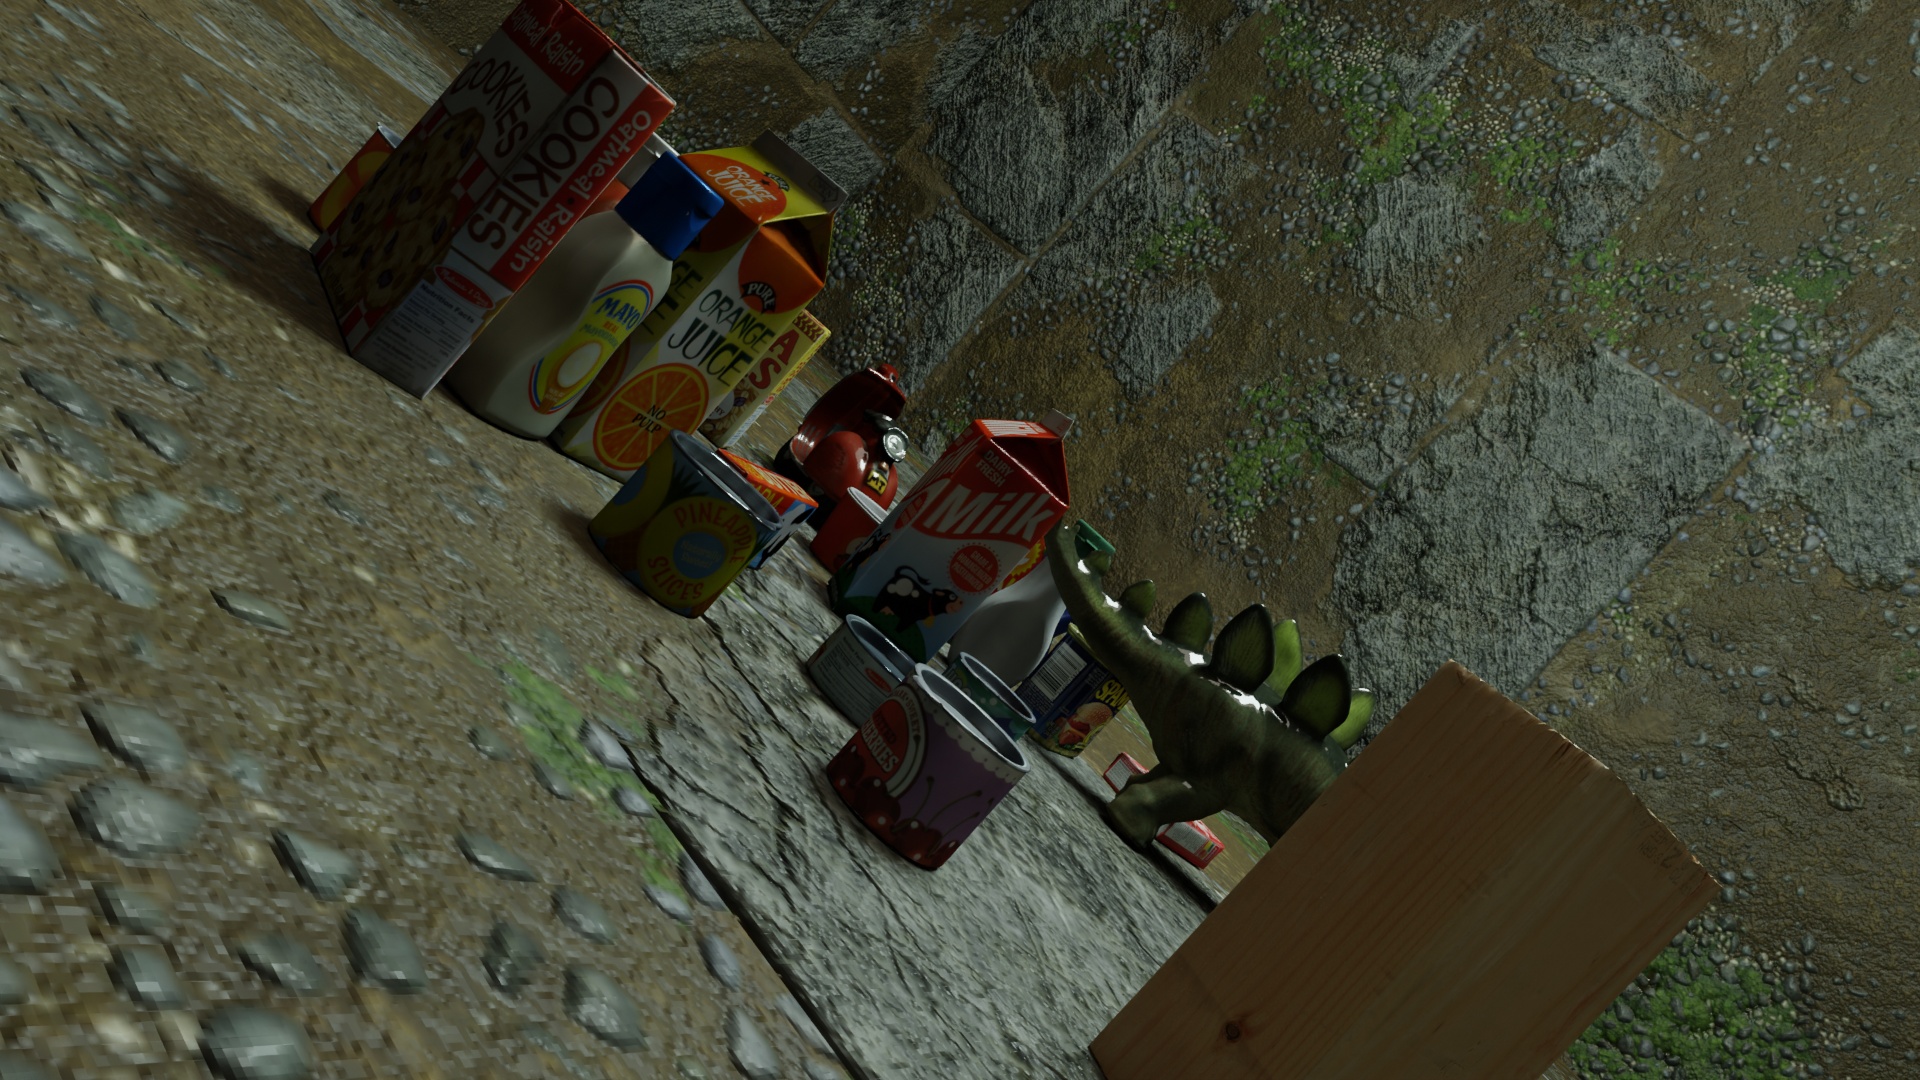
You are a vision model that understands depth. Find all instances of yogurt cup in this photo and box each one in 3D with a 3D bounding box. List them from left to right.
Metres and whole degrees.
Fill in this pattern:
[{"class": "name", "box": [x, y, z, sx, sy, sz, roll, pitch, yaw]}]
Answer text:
[{"class": "yogurt cup", "box": [-0.072, 0.002, 1.009, 0.072, 0.054, 0.072, 42, 4, -3]}]

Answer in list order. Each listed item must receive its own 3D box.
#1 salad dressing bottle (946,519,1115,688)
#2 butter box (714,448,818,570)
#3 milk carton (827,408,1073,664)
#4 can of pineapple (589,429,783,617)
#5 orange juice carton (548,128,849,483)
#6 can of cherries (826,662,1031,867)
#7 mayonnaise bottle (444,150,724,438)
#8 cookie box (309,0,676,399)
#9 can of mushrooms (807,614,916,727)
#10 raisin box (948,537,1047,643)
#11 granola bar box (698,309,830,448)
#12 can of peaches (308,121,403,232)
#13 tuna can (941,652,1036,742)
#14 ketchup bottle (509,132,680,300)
[{"class": "salad dressing bottle", "box": [0.054, 0.050, 1.039, 0.064, 0.147, 0.044, 42, 4, -1]}, {"class": "butter box", "box": [-0.120, -0.015, 0.764, 0.024, 0.053, 0.103, 43, 4, 17]}, {"class": "milk carton", "box": [0.003, -0.011, 0.906, 0.073, 0.190, 0.072, 41, 4, -14]}, {"class": "can of pineapple", "box": [-0.123, -0.007, 0.624, 0.071, 0.058, 0.071, 42, 4, -3]}, {"class": "orange juice carton", "box": [-0.143, -0.127, 0.727, 0.072, 0.192, 0.073, 44, 4, 26]}, {"class": "can of cherries", "box": [-0.015, 0.094, 0.586, 0.071, 0.058, 0.071, 42, 4, -3]}, {"class": "mayonnaise bottle", "box": [-0.173, -0.116, 0.654, 0.041, 0.148, 0.064, 43, 4, 18]}, {"class": "cookie box", "box": [-0.211, -0.160, 0.613, 0.040, 0.167, 0.123, 39, 5, -43]}, {"class": "can of mushrooms", "box": [-0.043, 0.072, 0.712, 0.071, 0.033, 0.071, 42, 4, -3]}, {"class": "raisin box", "box": [0.027, 0.032, 1.135, 0.086, 0.123, 0.040, 38, 5, -45]}, {"class": "granola bar box", "box": [-0.203, -0.171, 1.081, 0.165, 0.124, 0.039, 42, 4, 0]}, {"class": "can of peaches", "box": [-0.296, -0.173, 0.726, 0.071, 0.058, 0.071, 42, 4, -3]}, {"class": "tuna can", "box": [0.013, 0.105, 0.895, 0.071, 0.033, 0.071, 42, 4, -3]}, {"class": "ketchup bottle", "box": [-0.238, -0.201, 0.898, 0.064, 0.148, 0.044, 40, 4, -33]}]
